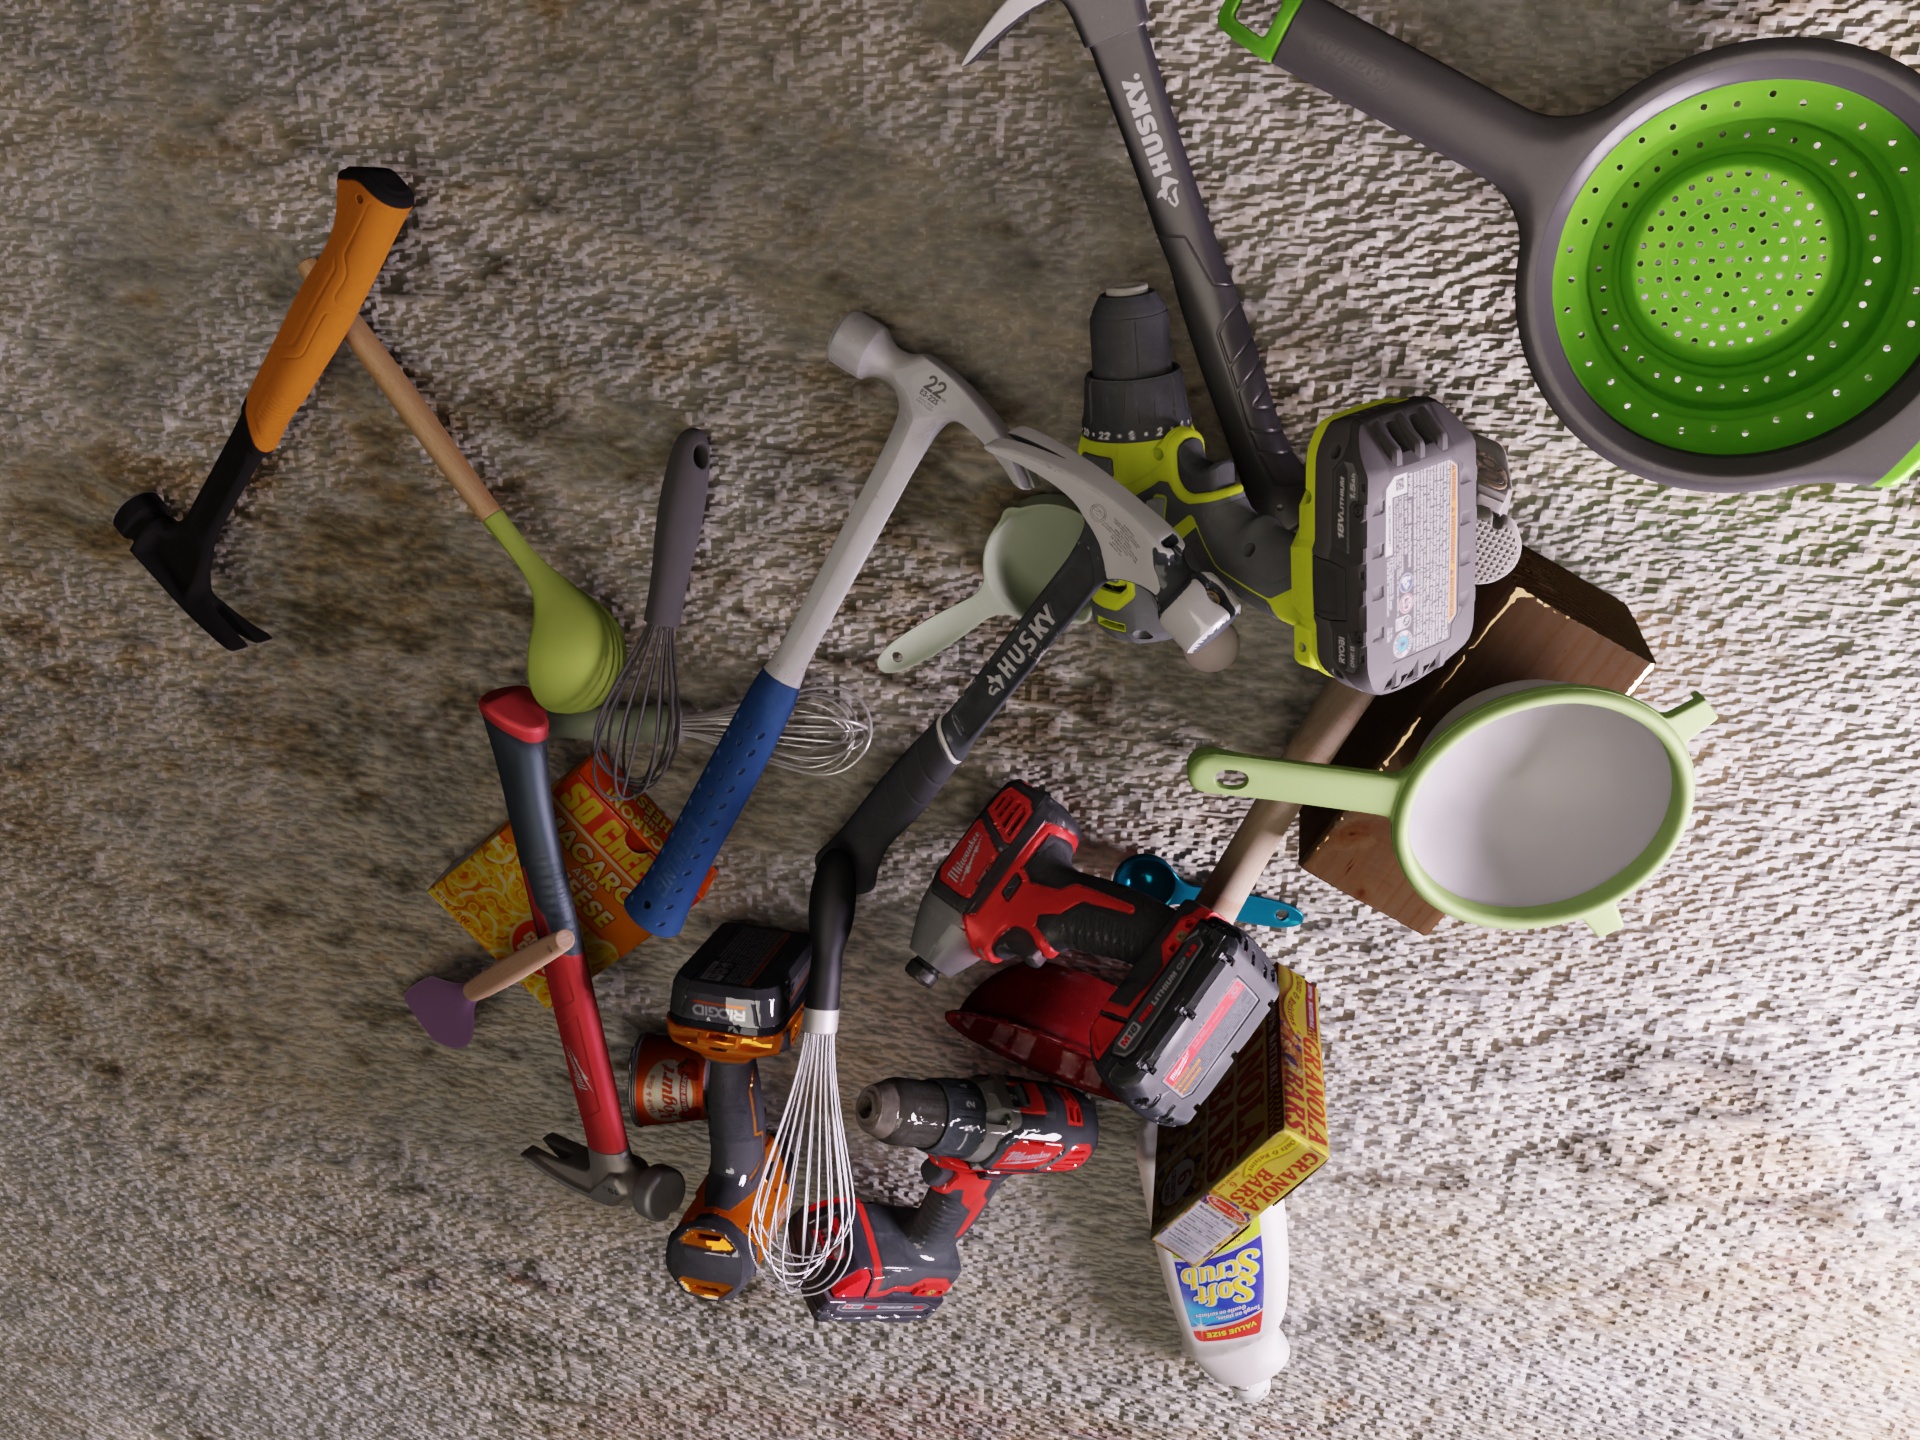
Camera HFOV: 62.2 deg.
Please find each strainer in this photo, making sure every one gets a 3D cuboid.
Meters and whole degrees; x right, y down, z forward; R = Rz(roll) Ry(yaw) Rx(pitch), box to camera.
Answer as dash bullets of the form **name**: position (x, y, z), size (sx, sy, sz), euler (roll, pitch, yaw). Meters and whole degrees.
- **strainer**: position (0.243, 0.026, 0.828), size (0.256, 0.069, 0.151), euler (7, 123, -2)

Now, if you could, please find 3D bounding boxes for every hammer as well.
- **hammer**: position (-0.099, -0.032, 0.961), size (0.144, 0.035, 0.405), euler (35, 111, 11)
- **hammer**: position (-0.001, -0.003, 0.921), size (0.149, 0.036, 0.408), euler (49, 140, 8)
- **hammer**: position (0.120, -0.249, 0.857), size (0.146, 0.035, 0.334), euler (-17, 111, 18)
- **hammer**: position (-0.280, 0.160, 1.083), size (0.143, 0.038, 0.386), euler (9, 116, 35)
- **hammer**: position (0.202, 0.019, 0.931), size (0.038, 0.146, 0.410), euler (23, 125, -2)
- **hammer**: position (-0.415, -0.192, 0.973), size (0.127, 0.034, 0.336), euler (46, 120, 6)

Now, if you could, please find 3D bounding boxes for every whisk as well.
- **whisk**: position (-0.094, 0.223, 1.016), size (0.070, 0.070, 0.284), euler (5, 87, 10)
- **whisk**: position (-0.187, -0.063, 0.983), size (0.055, 0.055, 0.239), euler (14, 101, 5)
- **whisk**: position (-0.175, 0.003, 1.040), size (0.246, 0.057, 0.059), euler (3, 82, 14)

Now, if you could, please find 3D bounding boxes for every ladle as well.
- **ladle**: position (-0.315, -0.143, 0.992), size (0.062, 0.078, 0.320), euler (-30, 99, 34)

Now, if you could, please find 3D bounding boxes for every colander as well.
- **colander**: position (0.310, -0.263, 0.783), size (0.397, 0.094, 0.204), euler (32, 117, 7)

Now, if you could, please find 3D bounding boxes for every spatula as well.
- **spatula**: position (-0.327, 0.184, 1.097), size (0.060, 0.018, 0.316), euler (56, 141, -3)

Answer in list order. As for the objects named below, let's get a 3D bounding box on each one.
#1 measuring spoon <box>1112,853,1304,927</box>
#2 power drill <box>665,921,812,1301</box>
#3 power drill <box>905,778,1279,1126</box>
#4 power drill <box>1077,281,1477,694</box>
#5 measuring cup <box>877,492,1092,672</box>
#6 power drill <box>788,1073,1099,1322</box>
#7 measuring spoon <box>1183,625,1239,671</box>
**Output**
- **measuring spoon**: position (0.161, 0.112, 1.038), size (0.128, 0.021, 0.042), euler (13, 116, -5)
- **power drill**: position (-0.148, 0.261, 1.108), size (0.084, 0.164, 0.226), euler (7, 104, 9)
- **power drill**: position (0.065, 0.138, 0.950), size (0.143, 0.220, 0.078), euler (-52, 138, -7)
- **power drill**: position (0.143, -0.118, 0.804), size (0.229, 0.080, 0.190), euler (26, 129, 51)
- **measuring cup**: position (0.018, -0.077, 0.961), size (0.167, 0.038, 0.083), euler (-30, 106, 25)
- **power drill**: position (-0.033, 0.324, 1.105), size (0.187, 0.080, 0.226), euler (17, 124, -36)
- **measuring spoon**: position (0.136, -0.083, 0.943), size (0.034, 0.018, 0.124), euler (-13, 111, 18)
